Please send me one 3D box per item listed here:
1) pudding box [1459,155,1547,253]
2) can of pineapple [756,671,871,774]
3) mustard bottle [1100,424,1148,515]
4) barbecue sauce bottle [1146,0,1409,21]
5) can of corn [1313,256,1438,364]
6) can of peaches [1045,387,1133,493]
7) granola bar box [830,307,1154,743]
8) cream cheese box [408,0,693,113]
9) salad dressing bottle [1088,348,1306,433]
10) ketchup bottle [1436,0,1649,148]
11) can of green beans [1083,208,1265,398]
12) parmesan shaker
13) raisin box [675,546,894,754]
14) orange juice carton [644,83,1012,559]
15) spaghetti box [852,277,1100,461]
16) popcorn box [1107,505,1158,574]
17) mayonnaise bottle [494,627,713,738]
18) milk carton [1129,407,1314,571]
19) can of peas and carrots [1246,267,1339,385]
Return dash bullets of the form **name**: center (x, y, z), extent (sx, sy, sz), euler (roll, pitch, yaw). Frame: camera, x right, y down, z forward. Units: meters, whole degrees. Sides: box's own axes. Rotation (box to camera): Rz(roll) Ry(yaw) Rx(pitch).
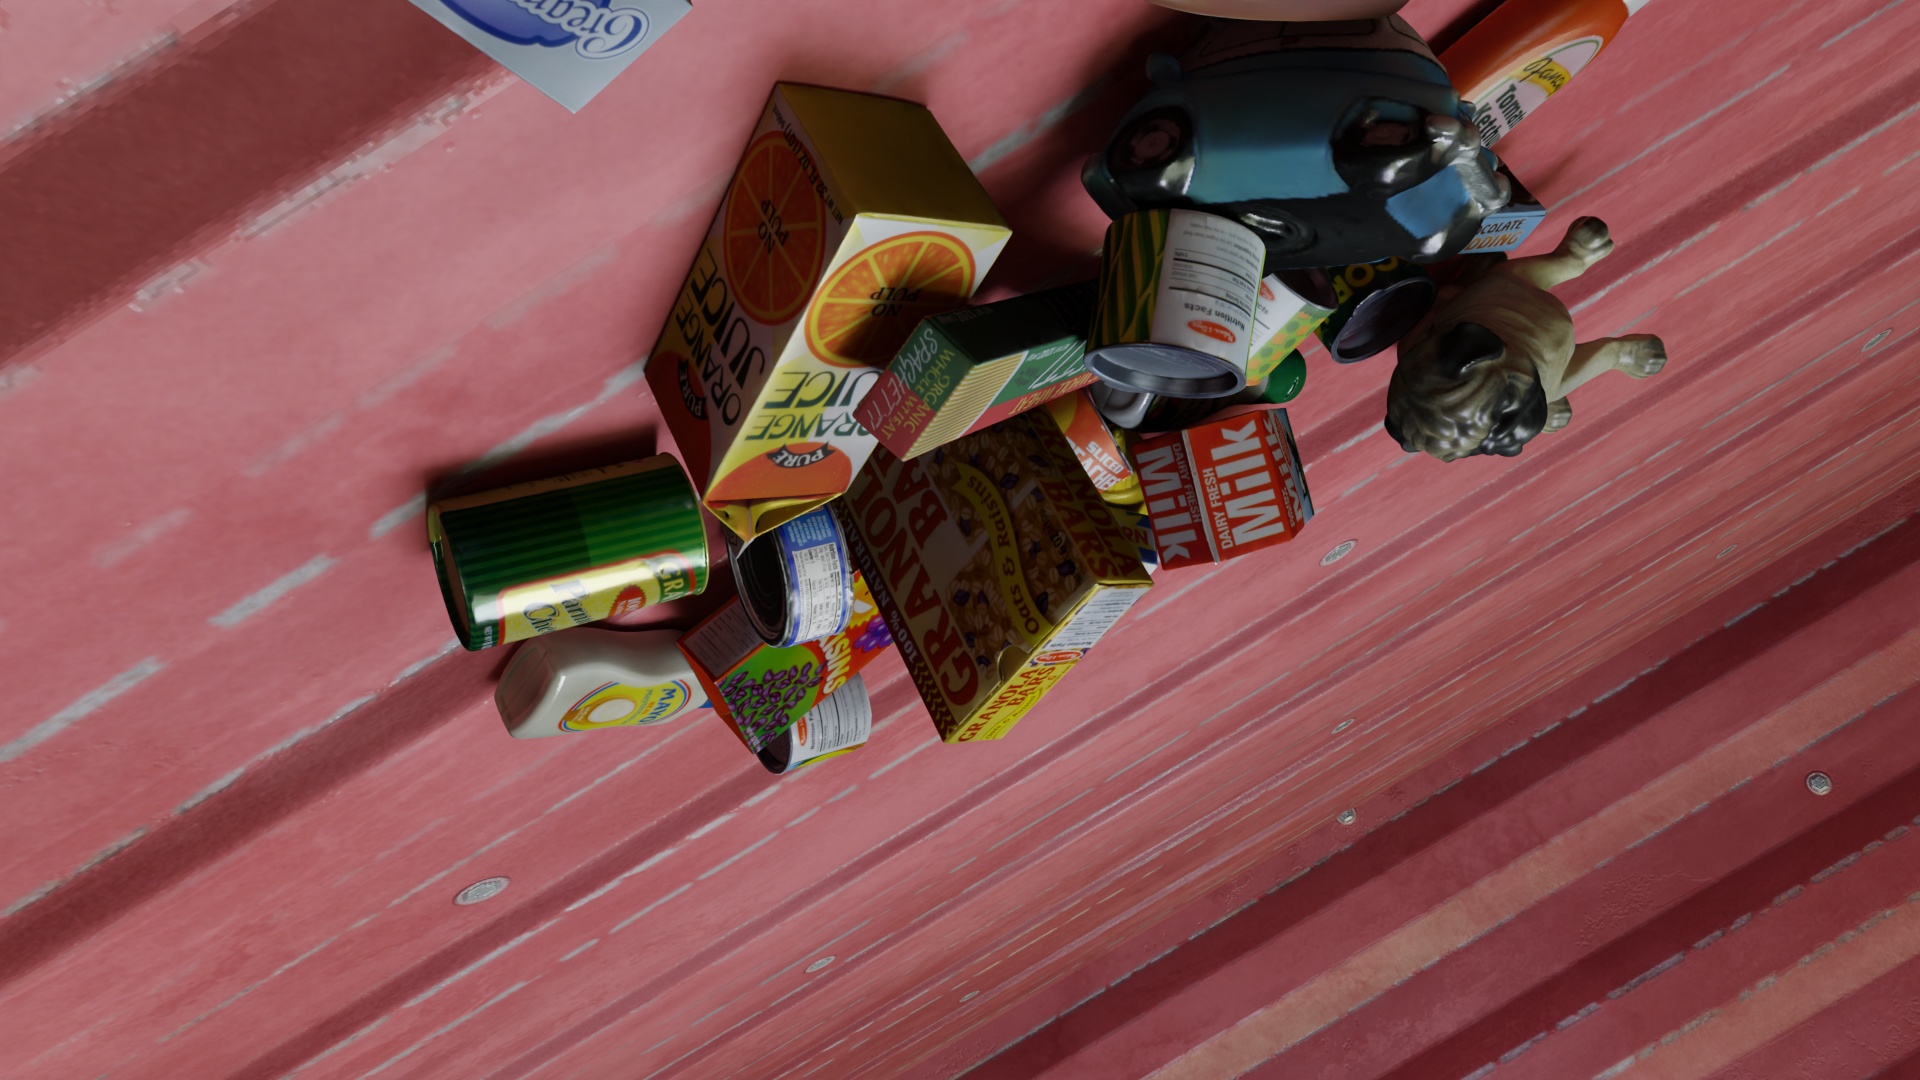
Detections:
- **pudding box**: center (0.269, -0.181, 0.747), extent (0.084, 0.050, 0.030), euler (-11, 150, -34)
- **can of pineapple**: center (-0.097, 0.106, 0.866), extent (0.058, 0.071, 0.070), euler (-12, 149, -33)
- **mustard bottle**: center (0.091, -0.028, 0.838), extent (0.065, 0.049, 0.159), euler (-20, 152, -9)
- **barbecue sauce bottle**: center (0.090, -0.214, 0.490), extent (0.149, 0.065, 0.043), euler (-10, 160, -20)
- **can of corn**: center (0.213, -0.140, 0.752), extent (0.071, 0.058, 0.071), euler (-24, 154, -12)
- **can of peaches**: center (0.051, -0.047, 0.736), extent (0.058, 0.071, 0.071), euler (-31, 154, 5)
- **granola bar box**: center (0.002, -0.008, 0.646), extent (0.039, 0.166, 0.123), euler (0, 141, -42)
- **cream cheese box**: center (-0.128, -0.166, 0.387), extent (0.053, 0.024, 0.104), euler (-37, 154, 16)
- **salad dressing bottle**: center (0.136, -0.092, 0.774), extent (0.148, 0.044, 0.064), euler (-8, 135, -42)
- **ketchup bottle**: center (0.272, -0.236, 0.659), extent (0.148, 0.044, 0.065), euler (-40, 152, 18)
- **can of green beans**: center (0.087, -0.095, 0.564), extent (0.071, 0.058, 0.071), euler (10, 171, 2)
- **parmesan shaker**: center (-0.171, 0.005, 0.605), extent (0.103, 0.071, 0.071), euler (-15, 151, -28)
- **raisin box**: center (-0.085, 0.049, 0.758), extent (0.124, 0.040, 0.085), euler (-39, 148, -19)
- **orange juice carton**: center (-0.066, -0.078, 0.555), extent (0.073, 0.072, 0.191), euler (-5, 145, -40)
- **spaghetti box**: center (0.036, -0.084, 0.601), extent (0.050, 0.029, 0.251), euler (-50, 170, 28)
- **popcorn box**: center (0.039, 0.010, 0.806), extent (0.127, 0.038, 0.084), euler (13, 140, -17)
- **mayonnaise bottle**: center (-0.173, 0.076, 0.756), extent (0.148, 0.041, 0.064), euler (4, 135, -50)
- **milk carton**: center (0.147, -0.031, 0.776), extent (0.073, 0.072, 0.191), euler (-15, -179, 19)
- **can of peas and carrots**: center (0.150, -0.122, 0.711), extent (0.071, 0.071, 0.058), euler (0, 142, -46)
